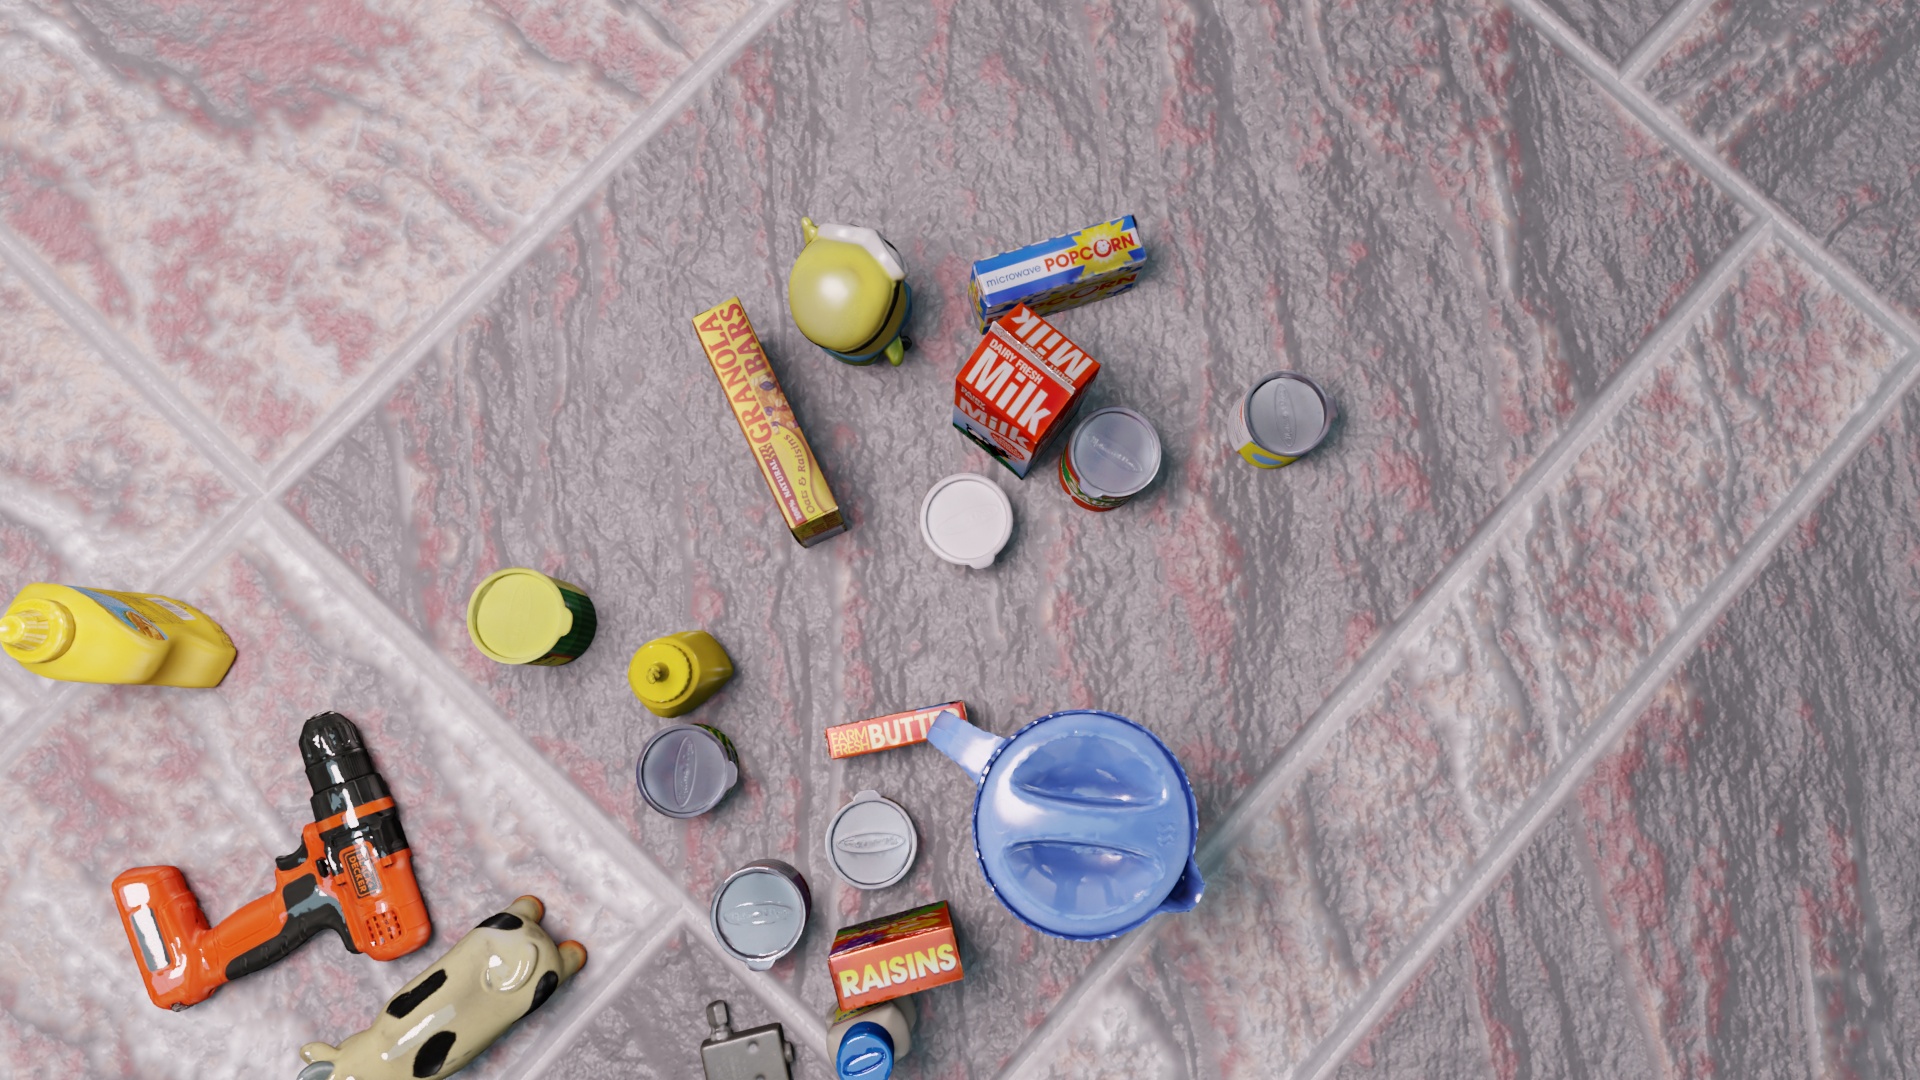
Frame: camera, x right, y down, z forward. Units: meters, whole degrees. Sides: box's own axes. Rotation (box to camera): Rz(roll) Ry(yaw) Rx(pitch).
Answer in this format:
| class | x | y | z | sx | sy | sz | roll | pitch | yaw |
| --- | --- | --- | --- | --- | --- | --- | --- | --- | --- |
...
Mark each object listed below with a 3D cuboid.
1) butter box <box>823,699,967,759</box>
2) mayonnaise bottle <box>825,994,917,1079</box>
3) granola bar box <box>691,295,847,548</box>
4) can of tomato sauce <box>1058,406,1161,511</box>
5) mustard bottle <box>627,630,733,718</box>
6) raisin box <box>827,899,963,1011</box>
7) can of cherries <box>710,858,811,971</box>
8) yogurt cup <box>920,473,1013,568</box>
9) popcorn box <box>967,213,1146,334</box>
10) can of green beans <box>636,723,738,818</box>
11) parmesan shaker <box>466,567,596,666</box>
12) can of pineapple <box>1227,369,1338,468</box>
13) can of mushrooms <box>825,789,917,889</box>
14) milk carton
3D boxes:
| class | x | y | z | sx | sy | sz | roll | pitch | yaw |
| --- | --- | --- | --- | --- | --- | --- | --- | --- | --- |
| butter box | -0.046 | 0.138 | 1.017 | 0.103 | 0.053 | 0.024 | -11 | 84 | -3 |
| mayonnaise bottle | -0.062 | 0.336 | 0.942 | 0.065 | 0.148 | 0.041 | -22 | 84 | -4 |
| granola bar box | -0.137 | -0.080 | 1.006 | 0.039 | 0.124 | 0.165 | -26 | 84 | -5 |
| can of tomato sauce | 0.108 | -0.057 | 1.033 | 0.071 | 0.083 | 0.071 | 0 | 83 | -2 |
| mustard bottle | -0.199 | 0.091 | 0.963 | 0.065 | 0.160 | 0.049 | -38 | 86 | -6 |
| raisin box | -0.044 | 0.285 | 0.962 | 0.086 | 0.123 | 0.040 | -13 | 84 | -4 |
| can of cherries | -0.142 | 0.266 | 0.994 | 0.071 | 0.058 | 0.071 | 0 | 83 | -2 |
| yogurt cup | 0.004 | -0.013 | 1.038 | 0.072 | 0.054 | 0.072 | 0 | 83 | -2 |
| popcorn box | 0.071 | -0.199 | 1.049 | 0.127 | 0.085 | 0.038 | -18 | 84 | -4 |
| can of green beans | -0.196 | 0.166 | 1.005 | 0.071 | 0.057 | 0.071 | 0 | 83 | -2 |
| parmesan shaker | -0.301 | 0.057 | 0.993 | 0.071 | 0.103 | 0.071 | 0 | 83 | -2 |
| can of pineapple | 0.243 | -0.090 | 1.054 | 0.071 | 0.058 | 0.071 | 0 | 83 | -2 |
| can of mushrooms | -0.065 | 0.217 | 1.015 | 0.071 | 0.033 | 0.071 | 0 | 83 | -2 |
| milk carton | 0.044 | -0.107 | 0.983 | 0.072 | 0.190 | 0.073 | 39 | 84 | 3 |
